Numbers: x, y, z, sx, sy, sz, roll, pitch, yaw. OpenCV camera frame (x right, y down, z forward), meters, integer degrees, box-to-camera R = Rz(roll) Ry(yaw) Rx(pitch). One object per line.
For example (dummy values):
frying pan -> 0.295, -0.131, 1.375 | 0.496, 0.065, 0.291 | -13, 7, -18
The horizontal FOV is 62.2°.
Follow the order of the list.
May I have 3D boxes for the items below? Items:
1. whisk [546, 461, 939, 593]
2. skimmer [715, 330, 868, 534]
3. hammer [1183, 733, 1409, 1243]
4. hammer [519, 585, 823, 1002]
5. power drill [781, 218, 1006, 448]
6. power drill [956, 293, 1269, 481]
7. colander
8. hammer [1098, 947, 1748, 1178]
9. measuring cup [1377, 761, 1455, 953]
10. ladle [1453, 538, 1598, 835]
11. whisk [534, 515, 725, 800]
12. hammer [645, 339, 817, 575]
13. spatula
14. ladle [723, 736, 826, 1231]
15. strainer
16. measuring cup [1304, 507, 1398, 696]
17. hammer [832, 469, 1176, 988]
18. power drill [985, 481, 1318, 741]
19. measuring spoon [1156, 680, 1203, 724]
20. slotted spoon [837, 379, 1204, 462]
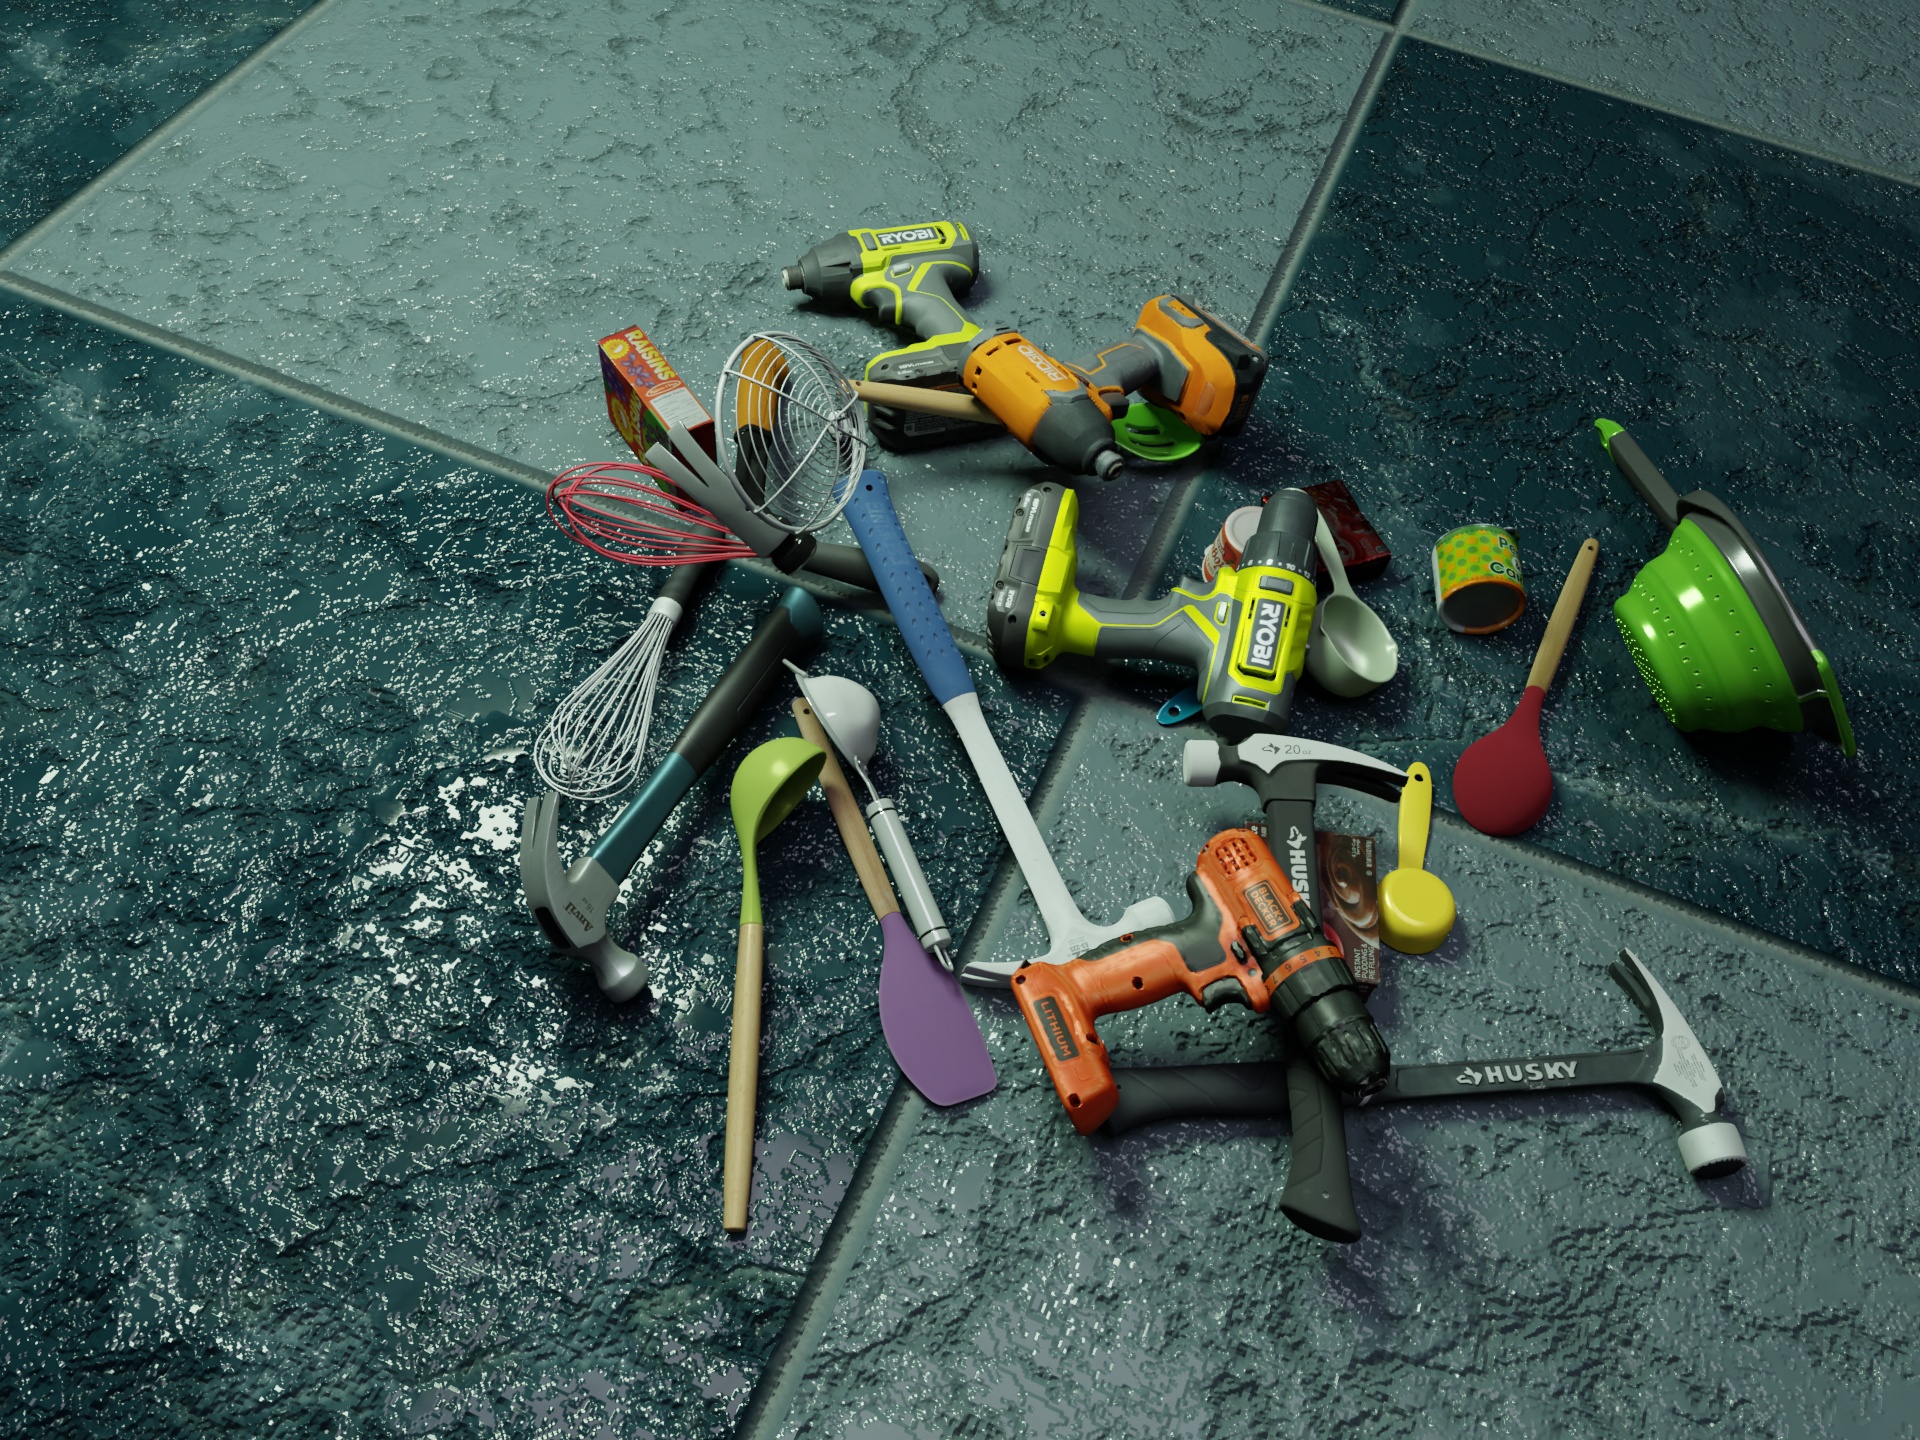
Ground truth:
whisk -> -0.153, -0.131, 1.162 | 0.295, 0.073, 0.073 | 12, 52, -20
skimmer -> -0.114, -0.204, 1.126 | 0.090, 0.363, 0.127 | -13, 101, -2
hammer -> 0.221, 0.156, 0.996 | 0.146, 0.035, 0.335 | 1, 56, 1
hammer -> -0.180, 0.024, 1.071 | 0.033, 0.128, 0.331 | -14, 32, 40
power drill -> -0.046, -0.335, 1.344 | 0.171, 0.080, 0.223 | -12, 53, -14
power drill -> 0.131, -0.255, 1.239 | 0.226, 0.084, 0.164 | -19, 53, -33
colander -> 0.540, -0.110, 1.228 | 0.094, 0.204, 0.398 | -27, 36, 16
hammer -> 0.276, 0.222, 1.000 | 0.409, 0.036, 0.149 | -1, 54, -6
measuring cup -> 0.317, 0.087, 1.103 | 0.062, 0.029, 0.157 | 13, 56, 3
ladle -> 0.445, -0.037, 1.209 | 0.069, 0.031, 0.315 | 25, 54, 12
whisk -> -0.222, -0.053, 1.137 | 0.070, 0.070, 0.285 | 15, 49, 5
hammer -> -0.160, -0.225, 1.188 | 0.127, 0.034, 0.337 | 40, 20, -24
spatula -> -0.058, 0.110, 1.056 | 0.059, 0.018, 0.316 | -13, 57, -20
ladle -> -0.120, 0.155, 0.998 | 0.062, 0.078, 0.320 | 5, 61, -10
strainer -> -0.054, 0.053, 1.063 | 0.050, 0.086, 0.259 | -28, 65, 6
measuring cup -> 0.277, -0.092, 1.205 | 0.083, 0.038, 0.168 | 10, 54, -34
hammer -> -0.002, -0.004, 1.100 | 0.144, 0.035, 0.406 | -18, 67, -17
power drill -> 0.146, -0.098, 1.162 | 0.228, 0.080, 0.191 | 13, 72, 8
measuring spoon -> 0.198, -0.027, 1.186 | 0.128, 0.021, 0.042 | -30, 67, -14
slotted spoon -> 0.052, -0.245, 1.275 | 0.313, 0.031, 0.070 | 4, 50, -21
